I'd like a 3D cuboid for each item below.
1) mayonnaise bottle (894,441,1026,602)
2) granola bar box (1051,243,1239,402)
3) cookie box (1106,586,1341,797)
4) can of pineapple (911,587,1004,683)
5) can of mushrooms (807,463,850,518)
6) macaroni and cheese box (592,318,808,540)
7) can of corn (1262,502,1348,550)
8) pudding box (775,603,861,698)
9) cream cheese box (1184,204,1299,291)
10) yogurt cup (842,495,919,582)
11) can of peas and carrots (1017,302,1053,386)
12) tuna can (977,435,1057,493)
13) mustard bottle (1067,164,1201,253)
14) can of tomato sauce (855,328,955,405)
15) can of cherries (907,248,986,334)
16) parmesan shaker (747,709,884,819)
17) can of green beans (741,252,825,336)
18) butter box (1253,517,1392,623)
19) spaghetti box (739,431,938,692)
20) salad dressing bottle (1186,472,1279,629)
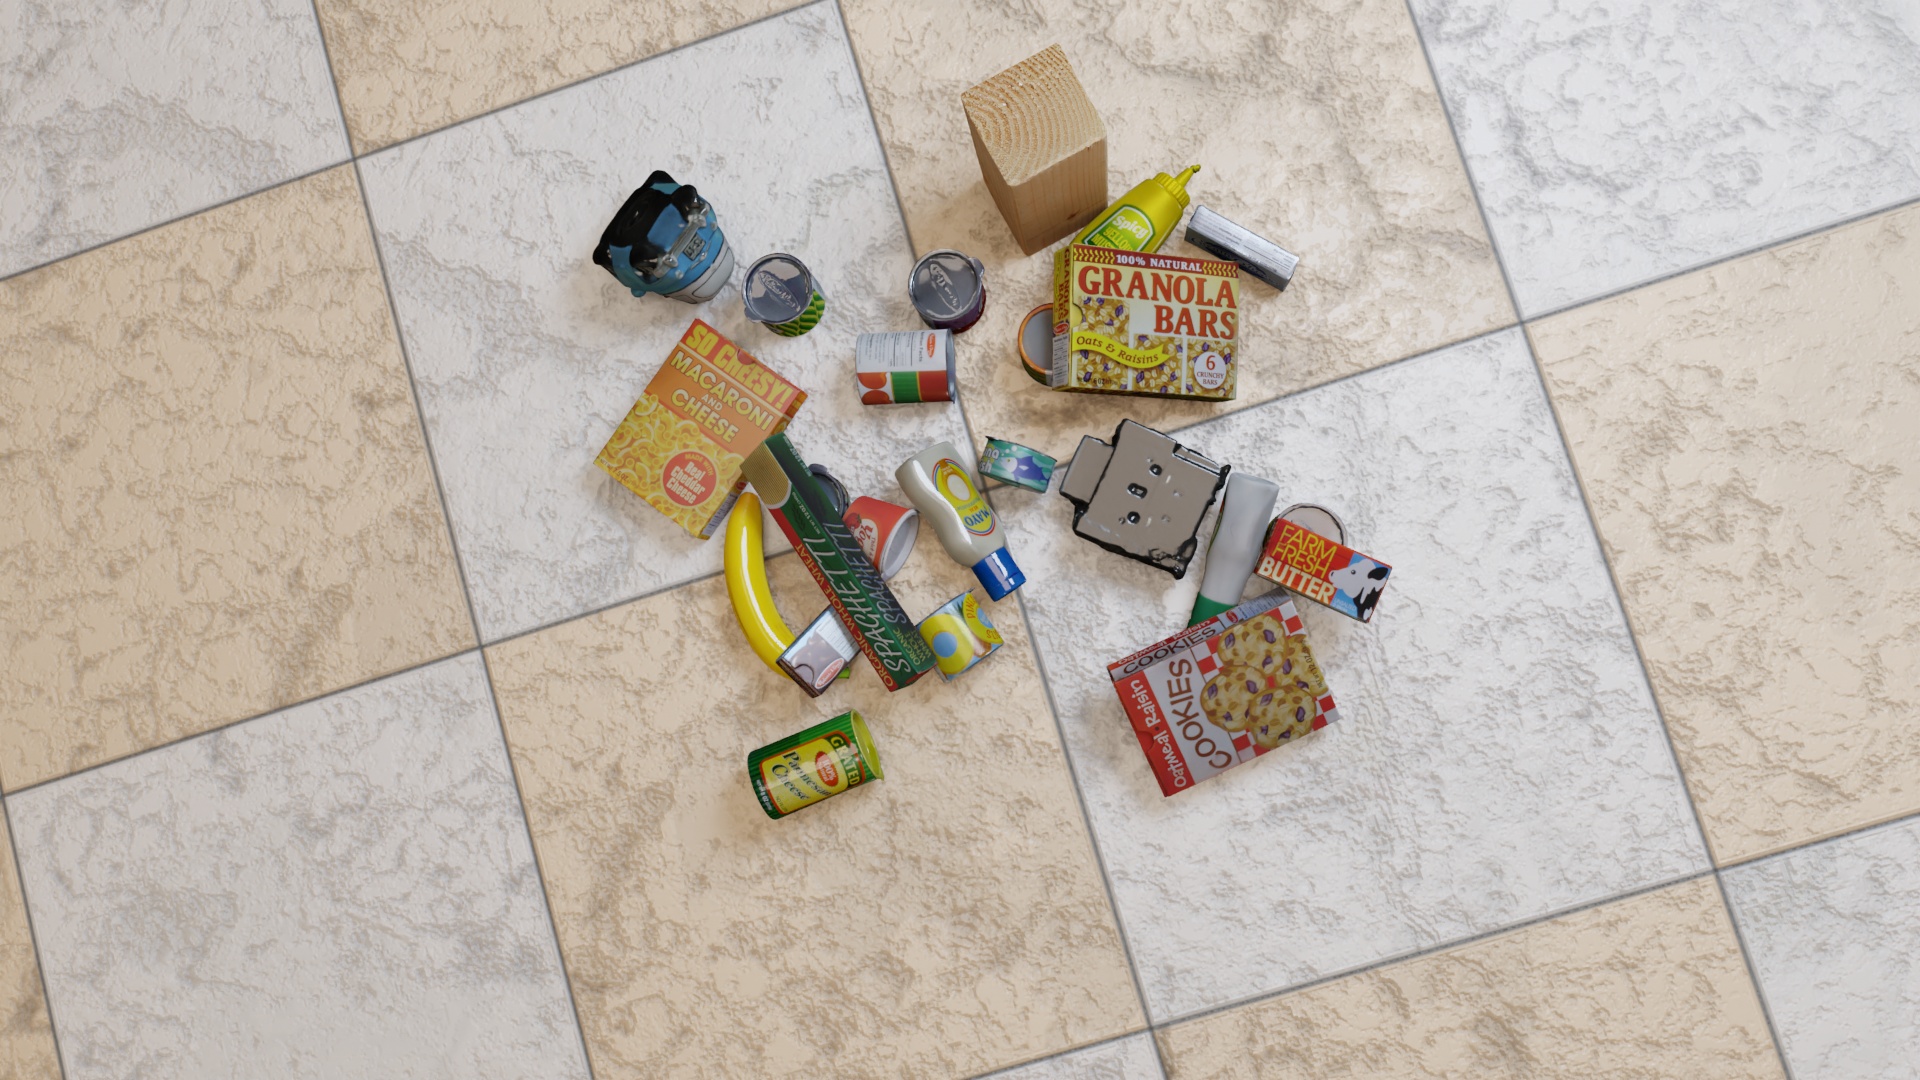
[{"bbox_3d":[0.004,-0.016,1.245,0.065,0.041,0.148,-29,83,-43],"label":"mayonnaise bottle"},{"bbox_3d":[0.164,-0.188,1.215,0.166,0.039,0.124,2,88,-21],"label":"granola bar box"},{"bbox_3d":[0.226,0.131,1.197,0.167,0.040,0.122,-25,107,3],"label":"cookie box"},{"bbox_3d":[-0.002,0.085,1.233,0.071,0.071,0.058,-35,84,2],"label":"can of pineapple"},{"bbox_3d":[-0.134,-0.034,1.273,0.071,0.033,0.071,0,85,7],"label":"can of mushrooms"},{"bbox_3d":[-0.239,-0.103,1.286,0.124,0.040,0.166,35,90,7],"label":"macaroni and cheese box"},{"bbox_3d":[0.298,0.003,1.213,0.071,0.058,0.071,0,86,6],"label":"can of corn"},{"bbox_3d":[-0.119,0.095,1.243,0.049,0.030,0.084,45,65,-5],"label":"pudding box"},{"bbox_3d":[0.251,-0.261,1.243,0.104,0.053,0.024,30,91,8],"label":"cream cheese box"},{"bbox_3d":[-0.076,-0.006,1.251,0.054,0.072,0.072,24,88,15],"label":"yogurt cup"},{"bbox_3d":[0.084,-0.178,1.250,0.071,0.058,0.071,0,85,5],"label":"can of peas and carrots"},{"bbox_3d":[0.048,-0.067,1.239,0.071,0.071,0.033,18,89,7],"label":"tuna can"},{"bbox_3d":[0.159,-0.286,1.256,0.065,0.049,0.160,44,91,1],"label":"mustard bottle"},{"bbox_3d":[-0.049,-0.156,1.260,0.083,0.071,0.071,-2,85,6],"label":"can of tomato sauce"},{"bbox_3d":[-0.009,-0.226,1.264,0.071,0.058,0.071,-1,84,6],"label":"can of cherries"},{"bbox_3d":[-0.129,0.203,1.237,0.103,0.071,0.071,-23,84,4],"label":"parmesan shaker"},{"bbox_3d":[-0.162,-0.225,1.280,0.071,0.058,0.071,0,86,6],"label":"can of green beans"},{"bbox_3d":[0.304,0.025,1.168,0.103,0.024,0.053,25,89,7],"label":"butter box"},{"bbox_3d":[-0.108,0.020,1.223,0.250,0.029,0.050,56,135,5],"label":"spaghetti box"},{"bbox_3d":[0.235,0.016,1.211,0.044,0.064,0.147,19,103,16],"label":"salad dressing bottle"}]
